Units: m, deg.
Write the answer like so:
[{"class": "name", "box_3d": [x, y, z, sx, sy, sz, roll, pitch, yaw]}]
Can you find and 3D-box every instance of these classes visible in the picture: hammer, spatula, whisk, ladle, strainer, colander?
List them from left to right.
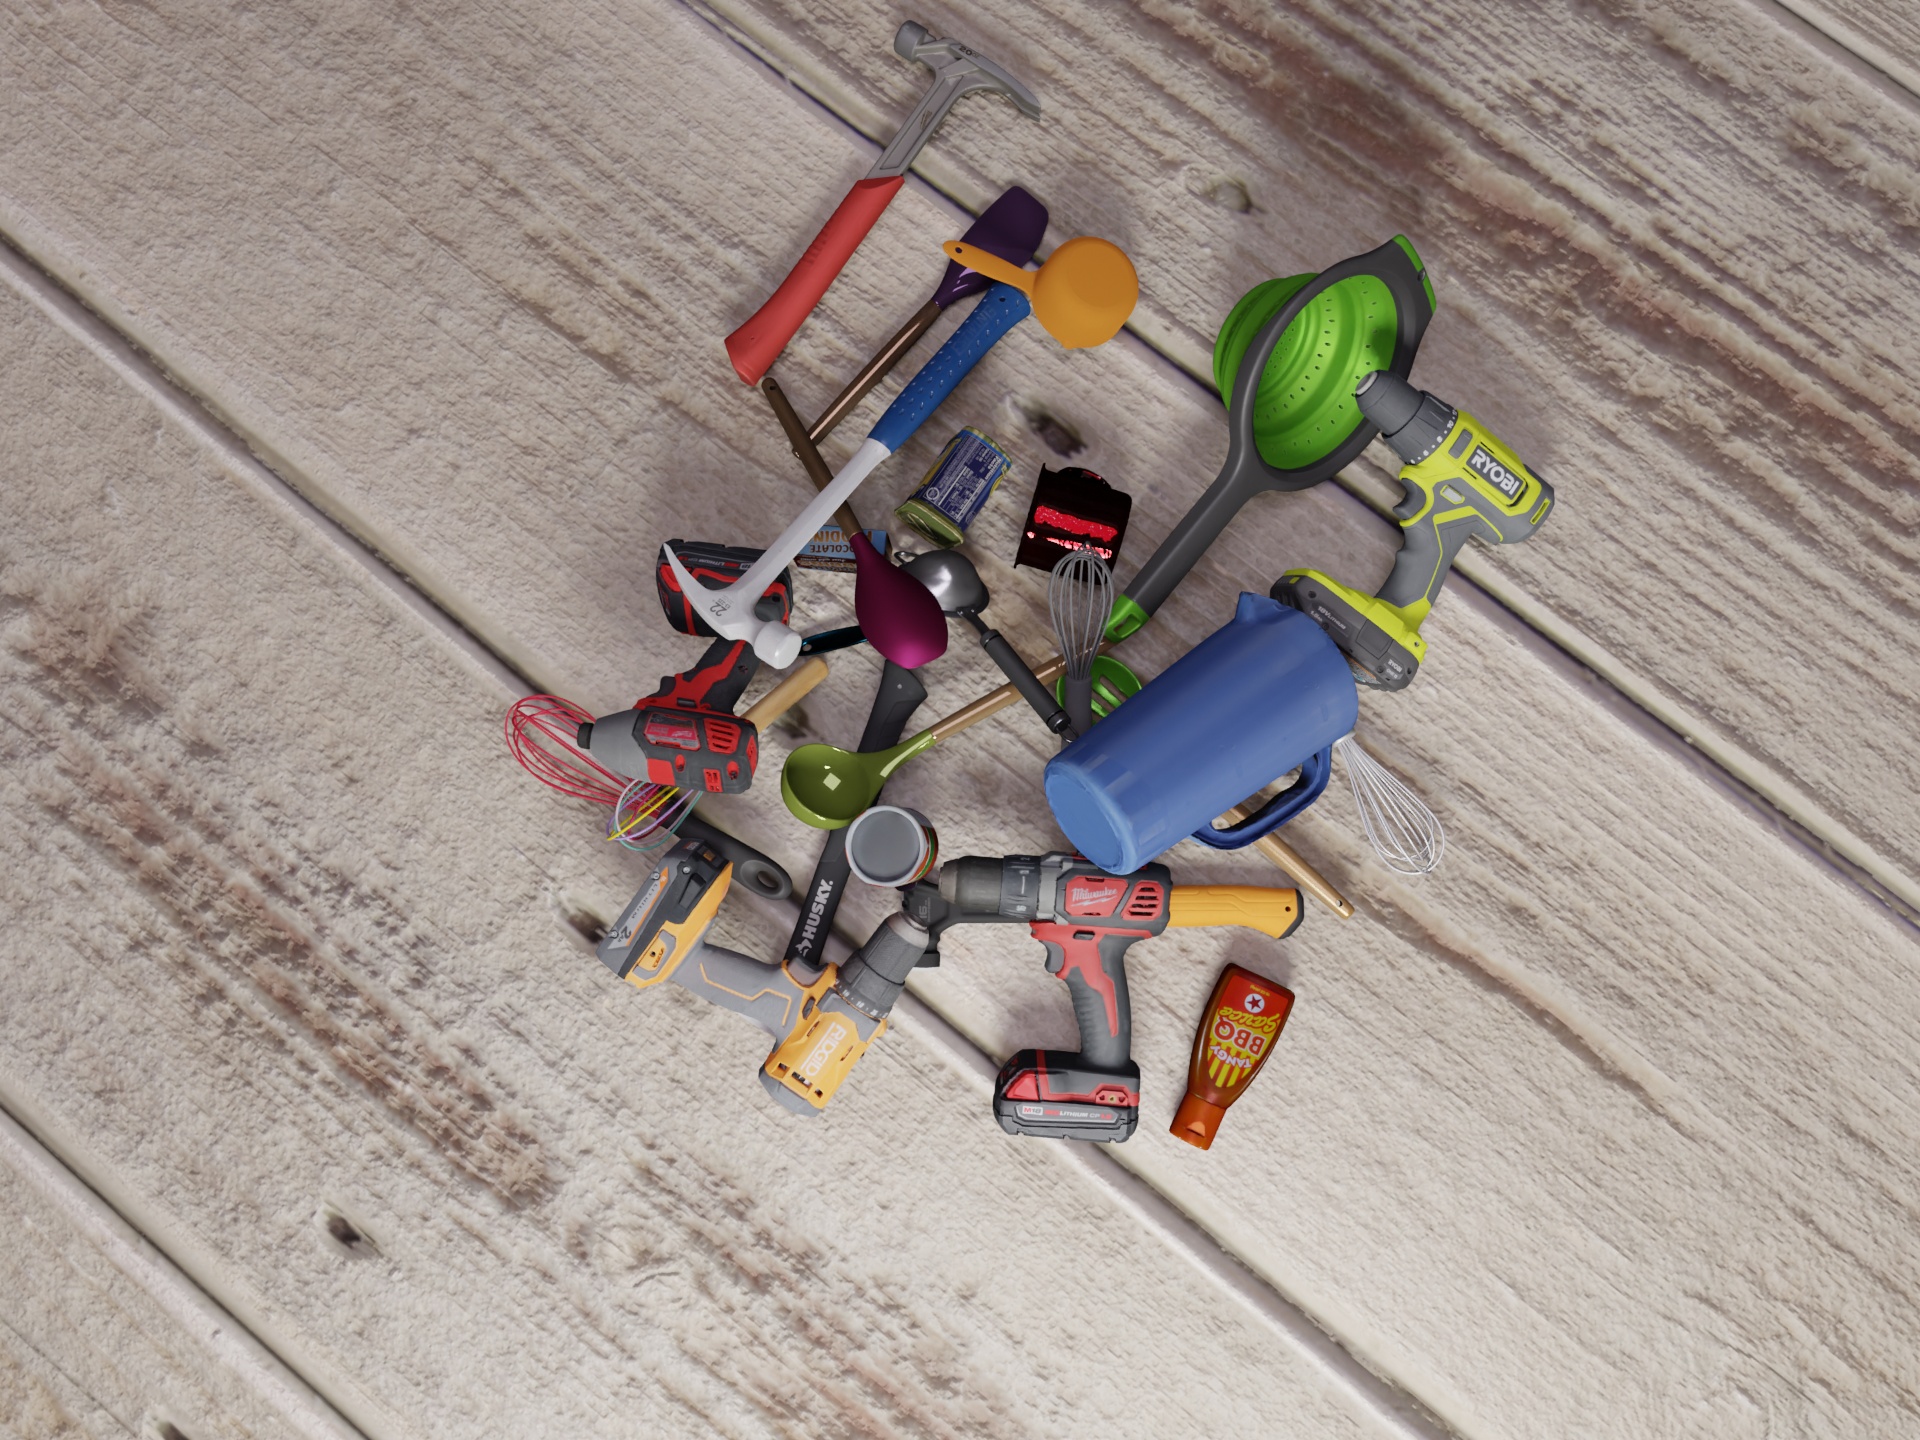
[{"class": "whisk", "box_3d": [-0.266, 0.067, 1.345, 0.296, 0.073, 0.073, 32, 86, 10]}, {"class": "whisk", "box_3d": [-0.198, 0.024, 1.324, 0.051, 0.047, 0.245, 40, 62, 15]}, {"class": "hammer", "box_3d": [-0.107, 0.107, 1.356, 0.146, 0.035, 0.335, 19, 85, 5]}, {"class": "hammer", "box_3d": [-0.081, -0.226, 1.337, 0.144, 0.035, 0.405, 32, 70, 19]}, {"class": "hammer", "box_3d": [-0.084, -0.446, 1.416, 0.149, 0.036, 0.359, 34, 86, 6]}, {"class": "spatula", "box_3d": [-0.037, -0.348, 1.411, 0.060, 0.018, 0.316, 43, 87, 4]}, {"class": "ladle", "box_3d": [-0.002, -0.004, 1.320, 0.320, 0.062, 0.078, -28, 68, -4]}, {"class": "strainer", "box_3d": [0.023, -0.074, 1.320, 0.087, 0.050, 0.259, -15, 55, -36]}, {"class": "whisk", "box_3d": [0.099, -0.033, 1.305, 0.055, 0.055, 0.238, 1, 117, 3]}, {"class": "hammer", "box_3d": [0.118, 0.149, 1.339, 0.337, 0.034, 0.127, 0, 85, 3]}, {"class": "colander", "box_3d": [0.227, -0.239, 1.330, 0.397, 0.204, 0.095, -50, 51, 2]}, {"class": "whisk", "box_3d": [0.325, 0.023, 1.336, 0.058, 0.059, 0.246, -37, 77, 27]}]

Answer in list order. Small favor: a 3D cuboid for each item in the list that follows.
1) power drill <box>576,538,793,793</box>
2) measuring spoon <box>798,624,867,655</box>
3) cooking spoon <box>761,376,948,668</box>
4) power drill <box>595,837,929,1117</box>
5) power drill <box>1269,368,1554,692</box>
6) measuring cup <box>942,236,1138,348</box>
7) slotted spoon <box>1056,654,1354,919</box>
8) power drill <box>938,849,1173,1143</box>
[{"class": "power drill", "box_3d": [-0.221, -0.042, 1.307, 0.143, 0.078, 0.220, 7, 53, 4]}, {"class": "measuring spoon", "box_3d": [-0.084, -0.070, 1.383, 0.128, 0.021, 0.042, -12, 56, 7]}, {"class": "cooking spoon", "box_3d": [-0.099, -0.174, 1.347, 0.069, 0.017, 0.319, -24, 66, -13]}, {"class": "power drill", "box_3d": [-0.153, 0.186, 1.281, 0.226, 0.084, 0.185, 36, 98, -2]}, {"class": "power drill", "box_3d": [0.360, -0.158, 1.318, 0.190, 0.080, 0.228, 36, 87, -12]}, {"class": "measuring cup", "box_3d": [0.072, -0.386, 1.364, 0.173, 0.052, 0.095, 18, 74, -15]}, {"class": "slotted spoon", "box_3d": [0.207, 0.059, 1.339, 0.314, 0.031, 0.070, 42, 88, 9]}, {"class": "power drill", "box_3d": [0.070, 0.215, 1.288, 0.188, 0.080, 0.226, 5, 95, 1]}]
